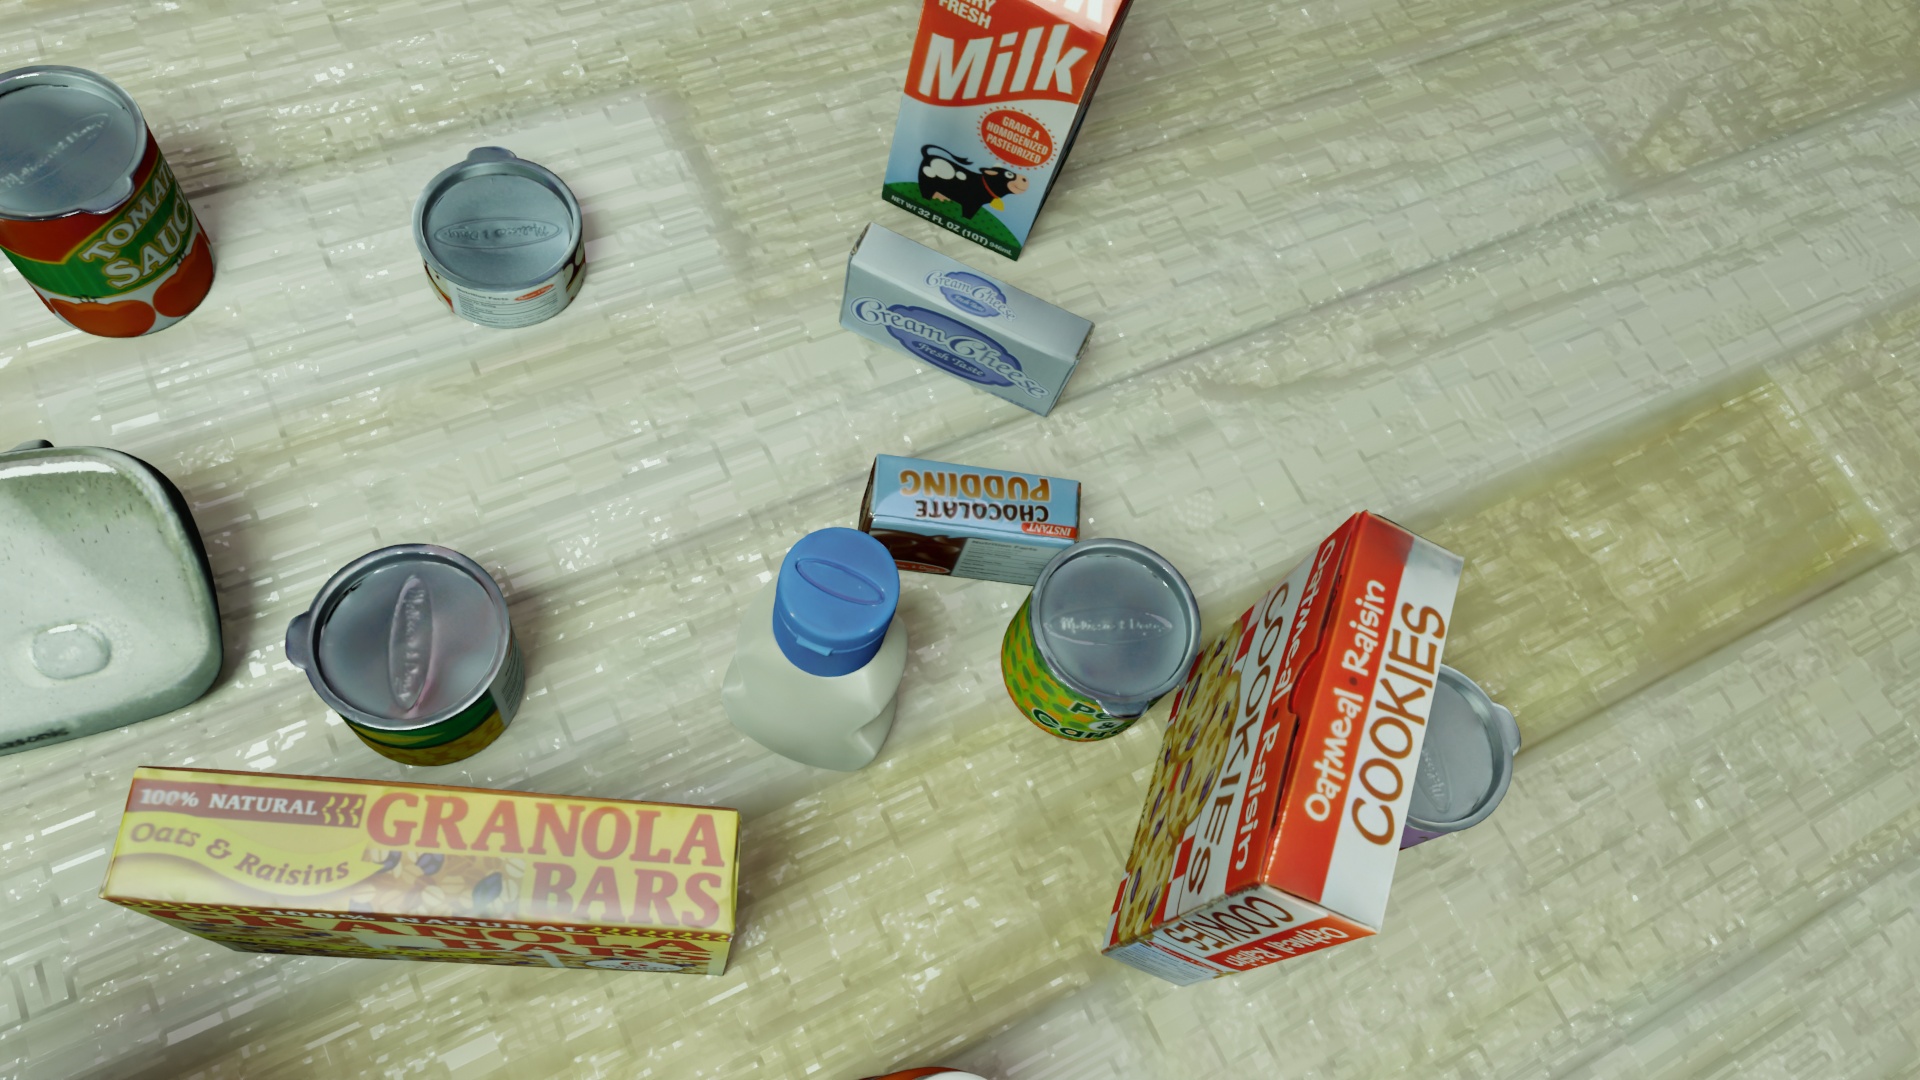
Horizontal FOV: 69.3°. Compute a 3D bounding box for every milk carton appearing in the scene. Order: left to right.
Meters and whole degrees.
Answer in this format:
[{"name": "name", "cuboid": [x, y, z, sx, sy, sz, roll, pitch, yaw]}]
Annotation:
[{"name": "milk carton", "cuboid": [0.025, -0.206, 0.567, 0.072, 0.189, 0.074, 25, 65, 0]}]

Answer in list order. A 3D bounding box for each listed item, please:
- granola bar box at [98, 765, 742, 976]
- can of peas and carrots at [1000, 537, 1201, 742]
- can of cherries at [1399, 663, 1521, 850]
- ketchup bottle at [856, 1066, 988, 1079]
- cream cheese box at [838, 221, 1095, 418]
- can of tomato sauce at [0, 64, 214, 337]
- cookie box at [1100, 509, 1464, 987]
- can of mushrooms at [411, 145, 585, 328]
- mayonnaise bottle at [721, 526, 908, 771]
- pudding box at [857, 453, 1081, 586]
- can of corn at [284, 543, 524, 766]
[{"name": "granola bar box", "cuboid": [-0.154, 0.107, 0.435, 0.166, 0.123, 0.039, 6, 67, -9]}, {"name": "can of peas and carrots", "cuboid": [0.053, 0.042, 0.539, 0.071, 0.058, 0.071, 4, 67, -9]}, {"name": "can of cherries", "cuboid": [0.173, 0.086, 0.544, 0.071, 0.058, 0.072, 4, 67, -9]}, {"name": "ketchup bottle", "cuboid": [-0.013, 0.182, 0.417, 0.065, 0.148, 0.044, -1, 68, -11]}, {"name": "cream cheese box", "cuboid": [0.001, -0.092, 0.589, 0.104, 0.053, 0.024, 25, 65, 0]}, {"name": "can of tomato sauce", "cuboid": [-0.326, -0.124, 0.523, 0.071, 0.082, 0.071, 4, 67, -9]}, {"name": "cookie box", "cuboid": [0.103, 0.079, 0.474, 0.040, 0.166, 0.123, 22, 65, -1]}, {"name": "can of mushrooms", "cuboid": [-0.190, -0.125, 0.577, 0.071, 0.033, 0.071, 4, 67, -9]}, {"name": "mayonnaise bottle", "cuboid": [-0.047, 0.040, 0.472, 0.065, 0.147, 0.041, 23, 65, -1]}, {"name": "pudding box", "cuboid": [0.002, -0.007, 0.555, 0.084, 0.049, 0.030, 7, 66, -8]}, {"name": "can of corn", "cuboid": [-0.193, 0.042, 0.491, 0.071, 0.058, 0.071, 4, 67, -9]}]
